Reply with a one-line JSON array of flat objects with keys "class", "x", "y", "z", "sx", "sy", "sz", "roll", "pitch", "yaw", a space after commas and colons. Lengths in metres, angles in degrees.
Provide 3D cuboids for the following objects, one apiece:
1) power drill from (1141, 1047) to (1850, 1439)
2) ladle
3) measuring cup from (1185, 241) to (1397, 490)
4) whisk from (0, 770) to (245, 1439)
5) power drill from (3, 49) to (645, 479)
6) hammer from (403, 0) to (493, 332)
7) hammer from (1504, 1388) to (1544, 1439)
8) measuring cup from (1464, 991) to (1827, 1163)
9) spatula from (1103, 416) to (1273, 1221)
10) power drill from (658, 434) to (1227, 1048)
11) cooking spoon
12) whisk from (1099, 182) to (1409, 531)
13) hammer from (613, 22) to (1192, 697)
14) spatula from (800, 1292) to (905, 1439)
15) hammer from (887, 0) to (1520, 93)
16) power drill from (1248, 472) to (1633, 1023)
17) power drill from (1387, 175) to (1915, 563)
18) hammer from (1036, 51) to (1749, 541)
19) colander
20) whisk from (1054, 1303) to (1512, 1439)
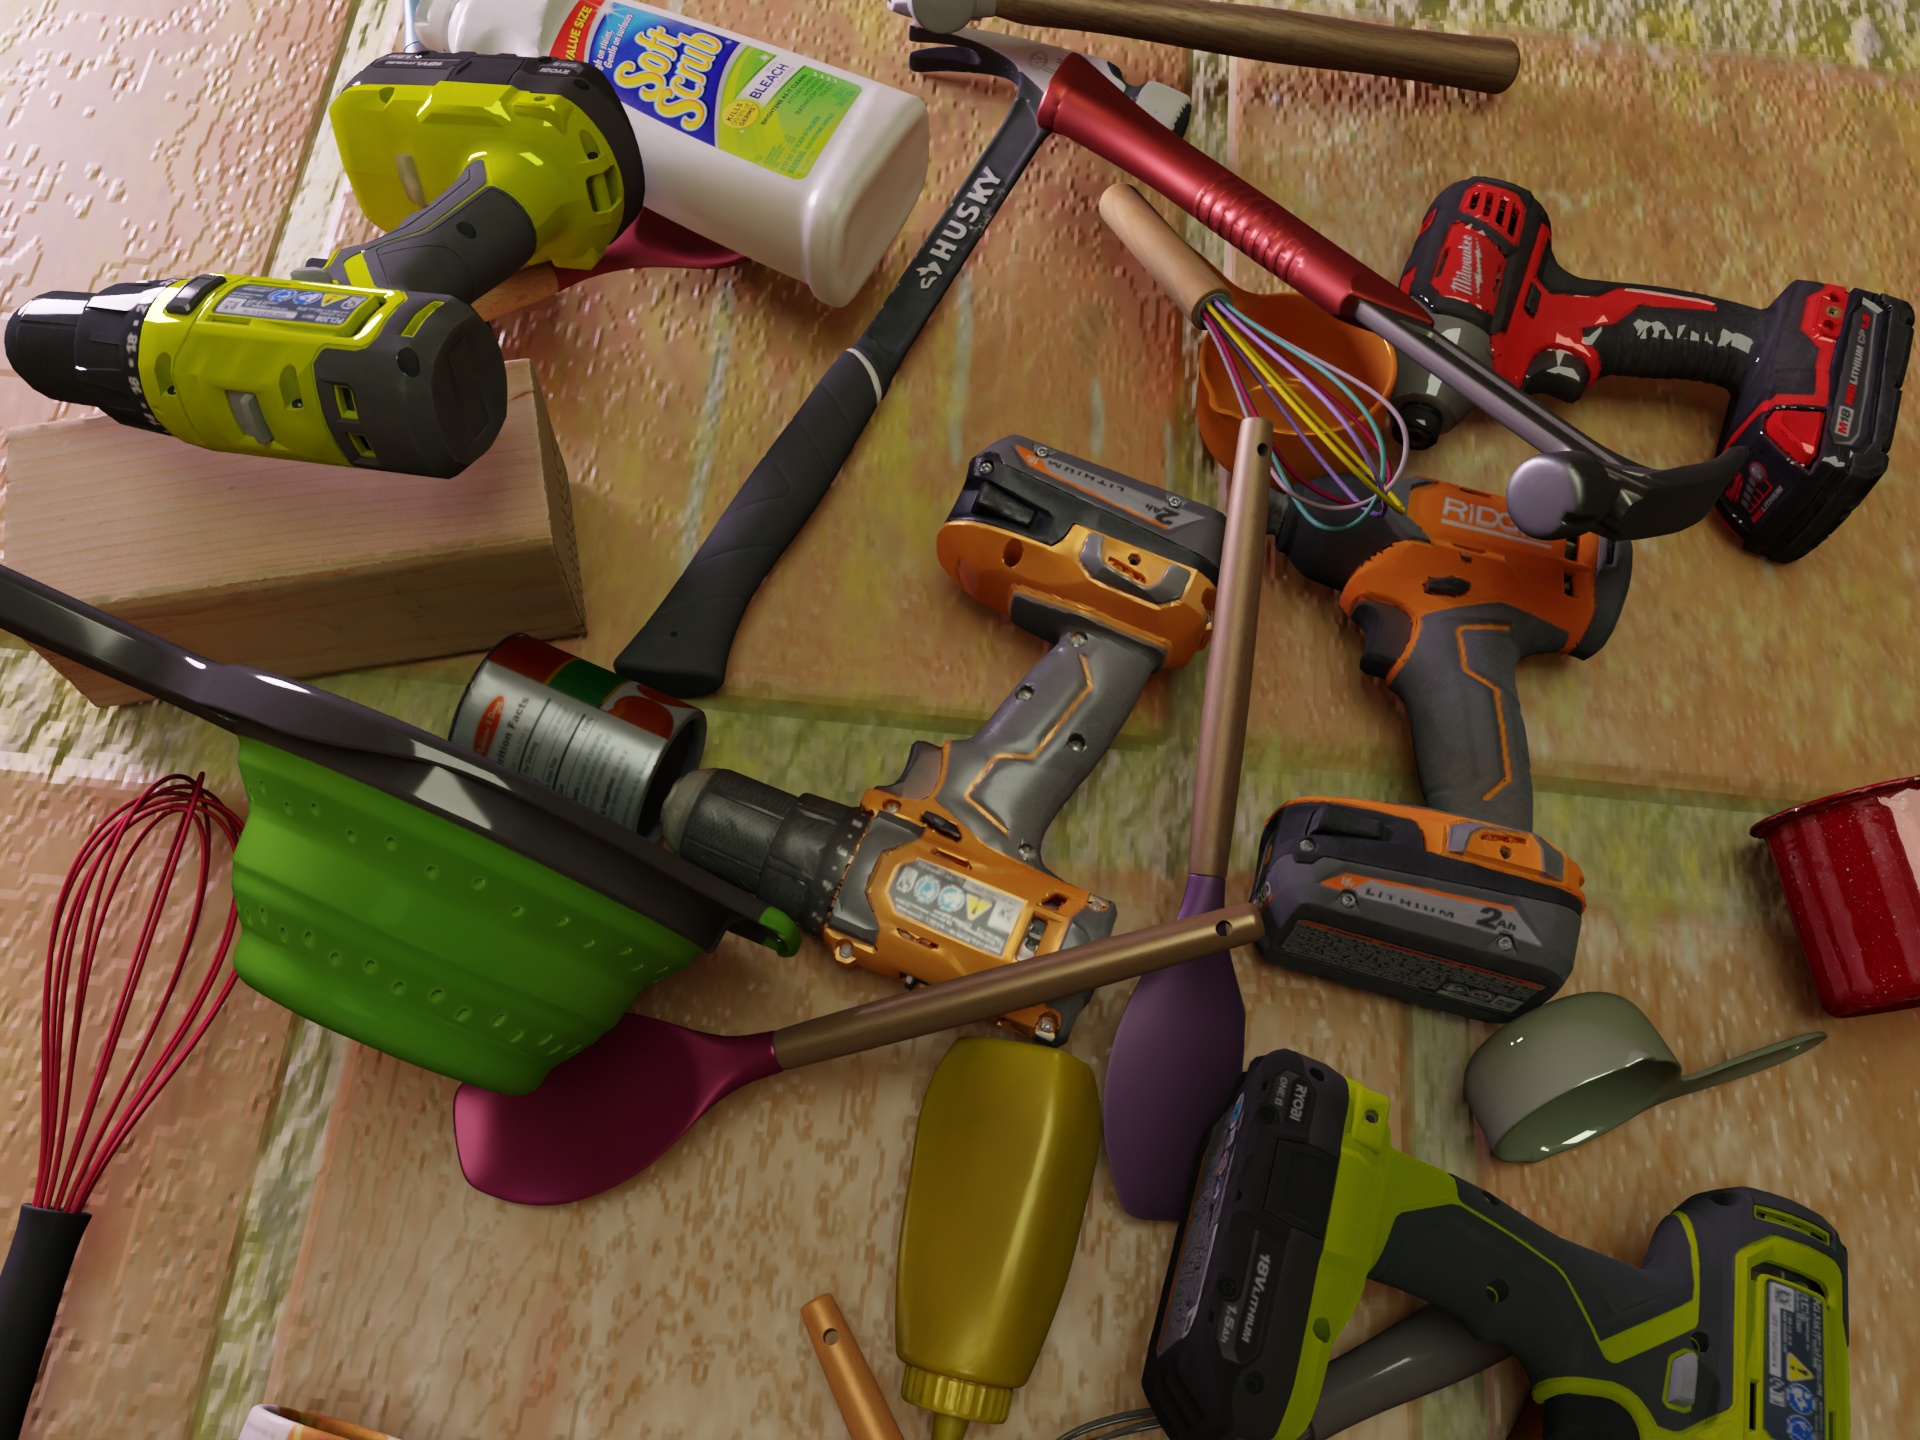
[{"class": "power drill", "x": 0.184, "y": 0.216, "z": 0.531, "sx": 0.223, "sy": 0.080, "sz": 0.171, "roll": 20, "pitch": 54, "yaw": 3}, {"class": "ladle", "x": -0.209, "y": -0.194, "z": 0.726, "sx": 0.315, "sy": 0.031, "sz": 0.069, "roll": -30, "pitch": 66, "yaw": -26}, {"class": "measuring cup", "x": 0.129, "y": -0.176, "z": 0.753, "sx": 0.095, "sy": 0.052, "sz": 0.174, "roll": -31, "pitch": 59, "yaw": -14}, {"class": "whisk", "x": -0.323, "y": 0.159, "z": 0.582, "sx": 0.073, "sy": 0.073, "sz": 0.296, "roll": 10, "pitch": 72, "yaw": 2}, {"class": "power drill", "x": -0.245, "y": -0.186, "z": 0.642, "sx": 0.190, "sy": 0.080, "sz": 0.229, "roll": 9, "pitch": 46, "yaw": 13}, {"class": "hammer", "x": -0.268, "y": -0.326, "z": 0.804, "sx": 0.128, "sy": 0.033, "sz": 0.331, "roll": -9, "pitch": 68, "yaw": -5}, {"class": "hammer", "x": 0.110, "y": 0.340, "z": 0.535, "sx": 0.337, "sy": 0.034, "sz": 0.127, "roll": -32, "pitch": 71, "yaw": -15}, {"class": "measuring cup", "x": 0.271, "y": 0.129, "z": 0.624, "sx": 0.167, "sy": 0.083, "sz": 0.038, "roll": -7, "pitch": 52, "yaw": -23}, {"class": "spatula", "x": 0.097, "y": 0.035, "z": 0.622, "sx": 0.059, "sy": 0.018, "sz": 0.316, "roll": 10, "pitch": 84, "yaw": -20}, {"class": "power drill", "x": -0.001, "y": -0.002, "z": 0.655, "sx": 0.185, "sy": 0.084, "sz": 0.226, "roll": 22, "pitch": 72, "yaw": 7}, {"class": "cooking spoon", "x": -0.043, "y": 0.117, "z": 0.592, "sx": 0.319, "sy": 0.017, "sz": 0.069, "roll": -17, "pitch": 72, "yaw": 8}, {"class": "whisk", "x": 0.122, "y": -0.165, "z": 0.693, "sx": 0.047, "sy": 0.051, "sz": 0.245, "roll": -5, "pitch": 46, "yaw": -27}, {"class": "hammer", "x": -0.041, "y": -0.180, "z": 0.751, "sx": 0.149, "sy": 0.036, "sz": 0.409, "roll": 26, "pitch": 68, "yaw": 10}, {"class": "spatula", "x": 0.023, "y": 0.331, "z": 0.495, "sx": 0.081, "sy": 0.041, "sz": 0.323, "roll": -25, "pitch": 67, "yaw": -12}, {"class": "hammer", "x": 0.126, "y": -0.351, "z": 0.805, "sx": 0.331, "sy": 0.031, "sz": 0.130, "roll": 2, "pitch": 28, "yaw": -13}, {"class": "power drill", "x": 0.185, "y": -0.005, "z": 0.664, "sx": 0.164, "sy": 0.084, "sz": 0.227, "roll": 15, "pitch": 63, "yaw": 4}, {"class": "power drill", "x": 0.307, "y": -0.161, "z": 0.740, "sx": 0.220, "sy": 0.078, "sz": 0.143, "roll": 20, "pitch": 67, "yaw": 9}, {"class": "hammer", "x": 0.163, "y": -0.194, "z": 0.689, "sx": 0.149, "sy": 0.036, "sz": 0.359, "roll": -13, "pitch": 49, "yaw": -42}, {"class": "colander", "x": -0.253, "y": 0.034, "z": 0.551, "sx": 0.397, "sy": 0.204, "sz": 0.094, "roll": 24, "pitch": 76, "yaw": -1}, {"class": "whisk", "x": 0.122, "y": 0.249, "z": 0.572, "sx": 0.239, "sy": 0.055, "sz": 0.055, "roll": -18, "pitch": 69, "yaw": -15}]
